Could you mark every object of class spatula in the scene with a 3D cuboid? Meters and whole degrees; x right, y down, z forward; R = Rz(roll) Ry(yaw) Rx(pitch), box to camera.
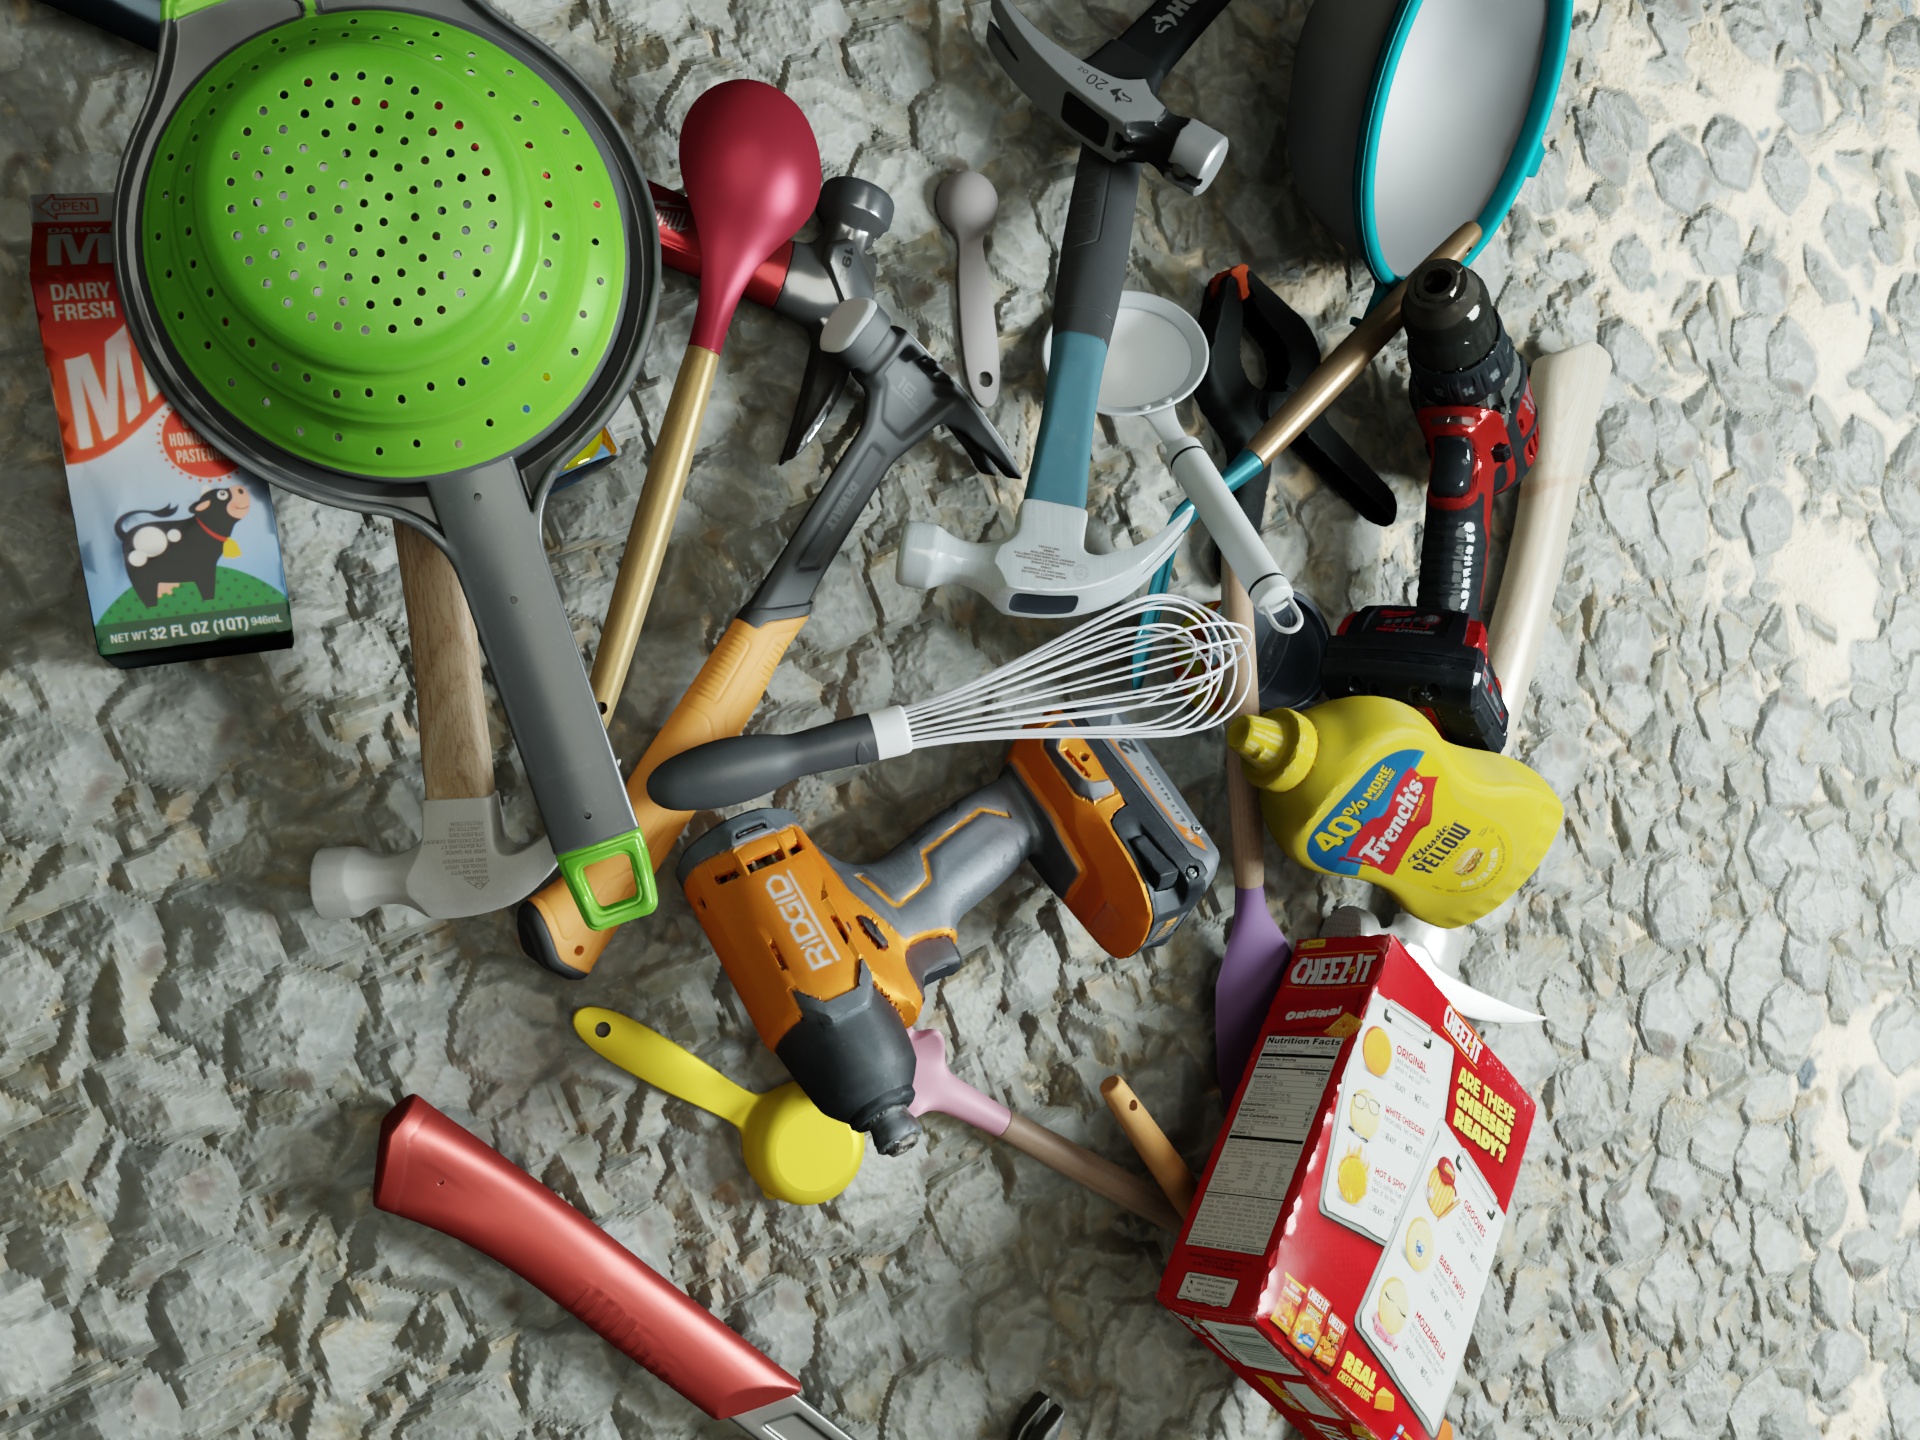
[{"bbox_3d":[0.162,0.302,0.828,0.081,0.041,0.322,-47,115,-31],"label":"spatula"},{"bbox_3d":[0.151,0.061,0.827,0.059,0.018,0.315,-14,109,-24],"label":"spatula"},{"bbox_3d":[0.178,-0.147,0.834,0.044,0.082,0.317,40,80,18],"label":"spatula"}]

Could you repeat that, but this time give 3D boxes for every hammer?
[{"bbox_3d":[-0.218,-0.081,0.662,0.130,0.031,0.331,-4,99,-2],"label":"hammer"},{"bbox_3d":[0.059,-0.195,0.780,0.128,0.033,0.331,11,63,-2],"label":"hammer"},{"bbox_3d":[0.150,-0.422,0.865,0.146,0.035,0.335,33,65,10],"label":"hammer"},{"bbox_3d":[-0.114,0.284,0.732,0.359,0.037,0.149,44,72,-15],"label":"hammer"},{"bbox_3d":[0.327,-0.029,0.936,0.146,0.038,0.411,23,78,-21],"label":"hammer"},{"bbox_3d":[-0.095,-0.027,0.748,0.127,0.034,0.337,40,77,-40],"label":"hammer"},{"bbox_3d":[-0.223,-0.244,0.716,0.386,0.038,0.143,18,82,-21],"label":"hammer"}]

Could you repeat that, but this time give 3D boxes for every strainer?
[{"bbox_3d":[0.108,-0.136,0.796,0.087,0.050,0.259,-18,54,-7],"label":"strainer"},{"bbox_3d":[0.227,-0.388,0.819,0.211,0.095,0.340,-45,142,-23],"label":"strainer"}]

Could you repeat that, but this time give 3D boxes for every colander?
[{"bbox_3d":[-0.188,-0.102,0.595,0.204,0.094,0.397,-19,98,-10],"label":"colander"}]

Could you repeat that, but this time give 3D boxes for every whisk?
[{"bbox_3d":[-0.001,-0.003,0.719,0.284,0.070,0.070,-14,92,-9],"label":"whisk"}]

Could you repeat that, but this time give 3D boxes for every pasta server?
[{"bbox_3d":[0.046,0.215,0.803,0.316,0.040,0.060,33,65,-19],"label":"pasta server"}]

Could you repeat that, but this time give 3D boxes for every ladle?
[{"bbox_3d":[-0.126,-0.143,0.722,0.069,0.031,0.315,17,87,-23],"label":"ladle"}]

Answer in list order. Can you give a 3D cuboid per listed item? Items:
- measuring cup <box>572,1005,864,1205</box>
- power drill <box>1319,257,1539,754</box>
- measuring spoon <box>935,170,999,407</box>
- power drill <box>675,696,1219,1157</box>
[{"bbox_3d":[-0.111,0.176,0.742,0.156,0.029,0.062,35,75,-19],"label":"measuring cup"},{"bbox_3d":[0.253,-0.110,0.837,0.187,0.080,0.227,37,63,-58],"label":"power drill"},{"bbox_3d":[0.010,-0.224,0.823,0.034,0.018,0.124,-5,90,-23],"label":"measuring spoon"},{"bbox_3d":[0.004,0.092,0.736,0.226,0.084,0.164,-20,64,-26],"label":"power drill"}]
